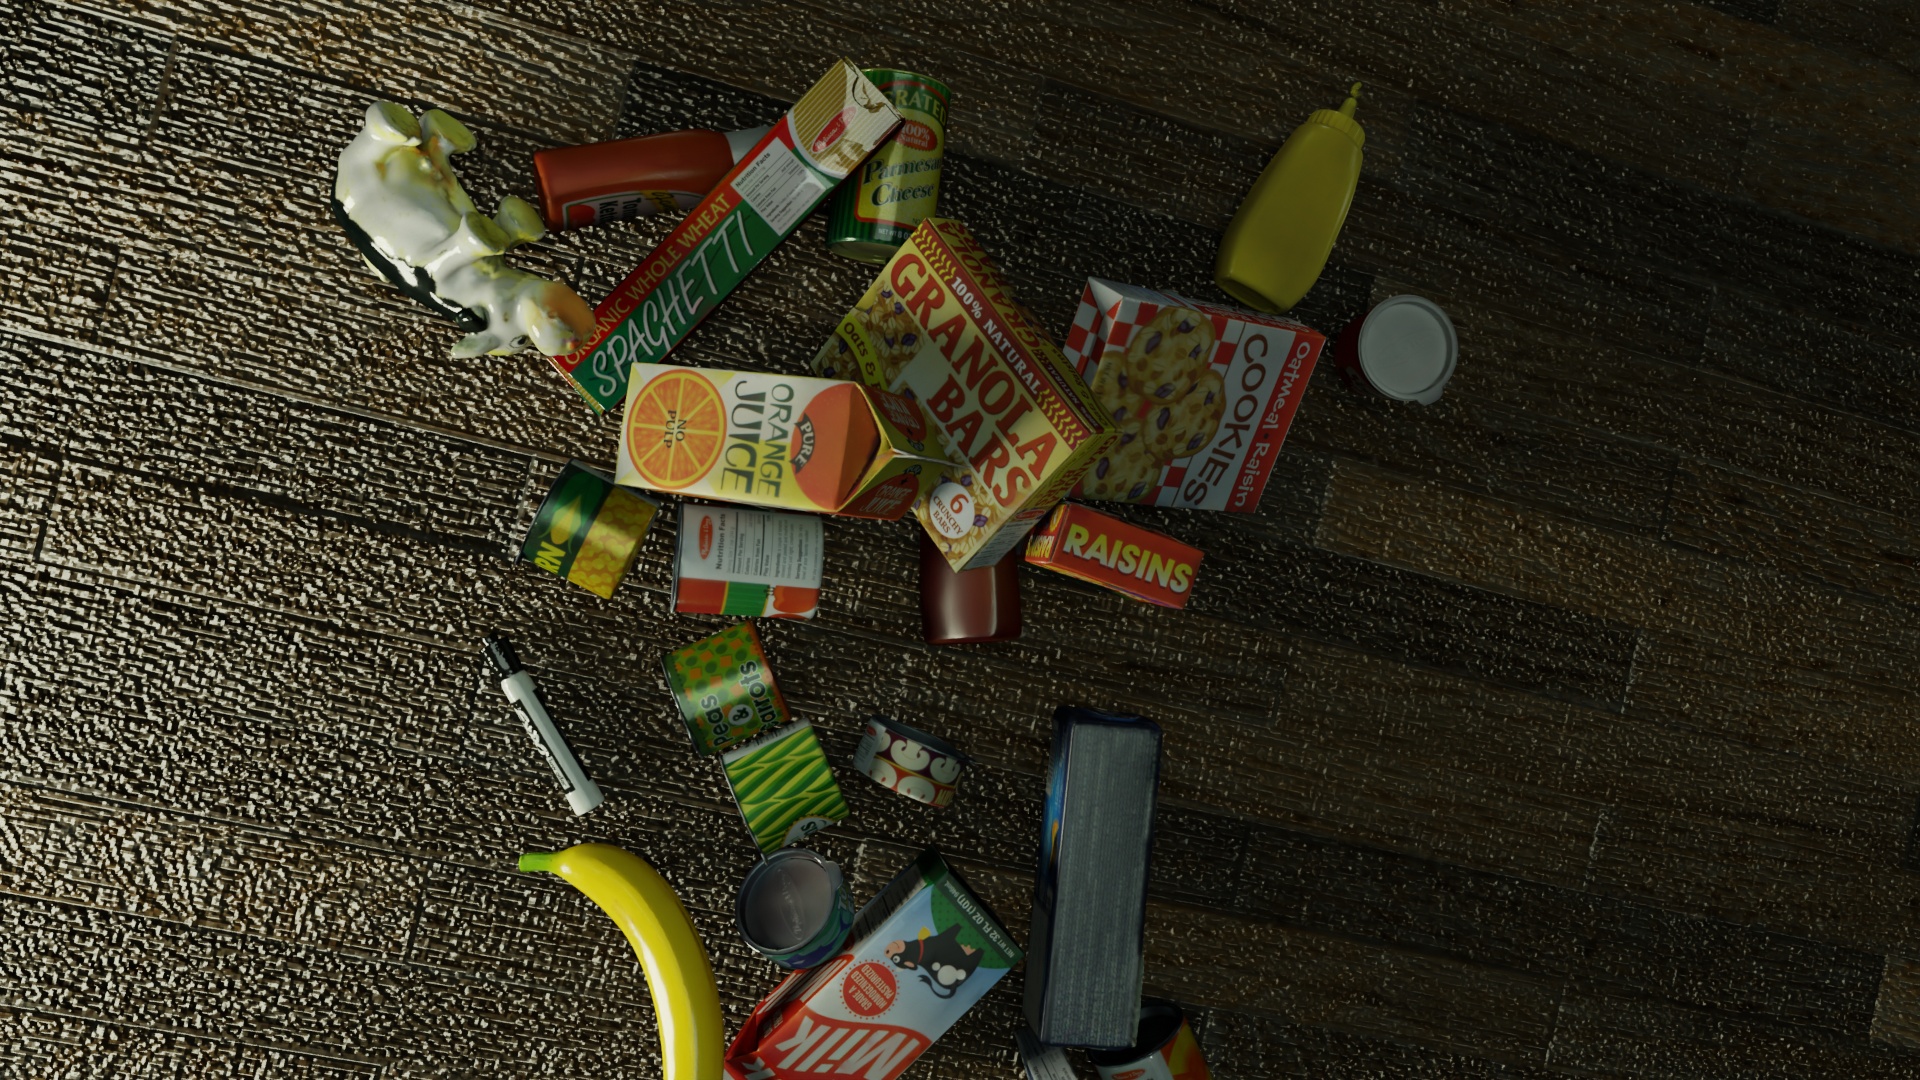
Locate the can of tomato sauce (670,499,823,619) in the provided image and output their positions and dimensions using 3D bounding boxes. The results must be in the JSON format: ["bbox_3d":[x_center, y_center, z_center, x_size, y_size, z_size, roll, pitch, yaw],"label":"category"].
[{"bbox_3d":[-0.128,0.013,0.828,0.083,0.071,0.071,5,90,-14],"label":"can of tomato sauce"}]

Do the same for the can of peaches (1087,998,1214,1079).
[{"bbox_3d":[0.123,0.334,0.876,0.071,0.071,0.058,-26,95,-9],"label":"can of peaches"}]

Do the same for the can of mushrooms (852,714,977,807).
[{"bbox_3d":[-0.028,0.135,0.846,0.071,0.071,0.033,25,87,-9],"label":"can of mushrooms"}]

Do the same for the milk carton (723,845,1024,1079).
[{"bbox_3d":[-0.060,0.281,0.838,0.191,0.073,0.072,-41,97,-7],"label":"milk carton"}]

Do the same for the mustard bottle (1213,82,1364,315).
[{"bbox_3d":[0.223,-0.226,0.900,0.065,0.049,0.160,30,84,-9],"label":"mustard bottle"}]

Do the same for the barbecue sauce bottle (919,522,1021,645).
[{"bbox_3d":[0.003,-0.011,0.857,0.044,0.065,0.148,5,80,-50],"label":"barbecue sauce bottle"}]

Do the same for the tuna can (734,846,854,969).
[{"bbox_3d":[-0.097,0.220,0.833,0.071,0.032,0.071,-11,54,15],"label":"tuna can"}]

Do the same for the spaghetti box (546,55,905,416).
[{"bbox_3d":[-0.138,-0.174,0.809,0.249,0.029,0.050,-42,97,10],"label":"spaghetti box"}]

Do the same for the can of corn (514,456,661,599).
[{"bbox_3d":[-0.217,-0.004,0.811,0.058,0.071,0.071,27,86,-10],"label":"can of corn"}]

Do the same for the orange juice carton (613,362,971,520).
[{"bbox_3d":[-0.093,-0.054,0.783,0.193,0.072,0.073,8,89,25],"label":"orange juice carton"}]

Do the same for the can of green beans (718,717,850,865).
[{"bbox_3d":[-0.105,0.147,0.833,0.058,0.071,0.071,-24,95,-10],"label":"can of green beans"}]

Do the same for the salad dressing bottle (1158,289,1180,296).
[{"bbox_3d":[0.083,-0.100,0.858,0.148,0.064,0.044,-36,92,-20],"label":"salad dressing bottle"}]

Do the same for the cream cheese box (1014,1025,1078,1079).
[{"bbox_3d":[0.059,0.336,0.844,0.024,0.104,0.053,-17,93,-7],"label":"cream cheese box"}]

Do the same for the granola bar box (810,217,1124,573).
[{"bbox_3d":[-0.001,-0.084,0.800,0.123,0.039,0.166,-46,69,31],"label":"granola bar box"}]

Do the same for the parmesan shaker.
[{"bbox_3d":[-0.041,-0.224,0.844,0.071,0.071,0.103,6,90,-10],"label":"parmesan shaker"}]

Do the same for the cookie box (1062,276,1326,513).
[{"bbox_3d":[0.130,-0.083,0.836,0.168,0.040,0.122,4,115,-35],"label":"cookie box"}]

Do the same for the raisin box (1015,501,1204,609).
[{"bbox_3d":[0.084,0.008,0.837,0.086,0.123,0.040,20,88,-9],"label":"raisin box"}]

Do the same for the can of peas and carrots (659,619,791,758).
[{"bbox_3d":[-0.138,0.089,0.824,0.059,0.071,0.071,-23,94,-10],"label":"can of peas and carrots"}]

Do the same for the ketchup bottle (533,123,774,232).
[{"bbox_3d":[-0.174,-0.218,0.823,0.149,0.064,0.043,-15,89,-18],"label":"ketchup bottle"}]

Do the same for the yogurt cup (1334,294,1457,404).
[{"bbox_3d":[0.281,-0.123,0.908,0.072,0.054,0.072,0,90,-10],"label":"yogurt cup"}]
